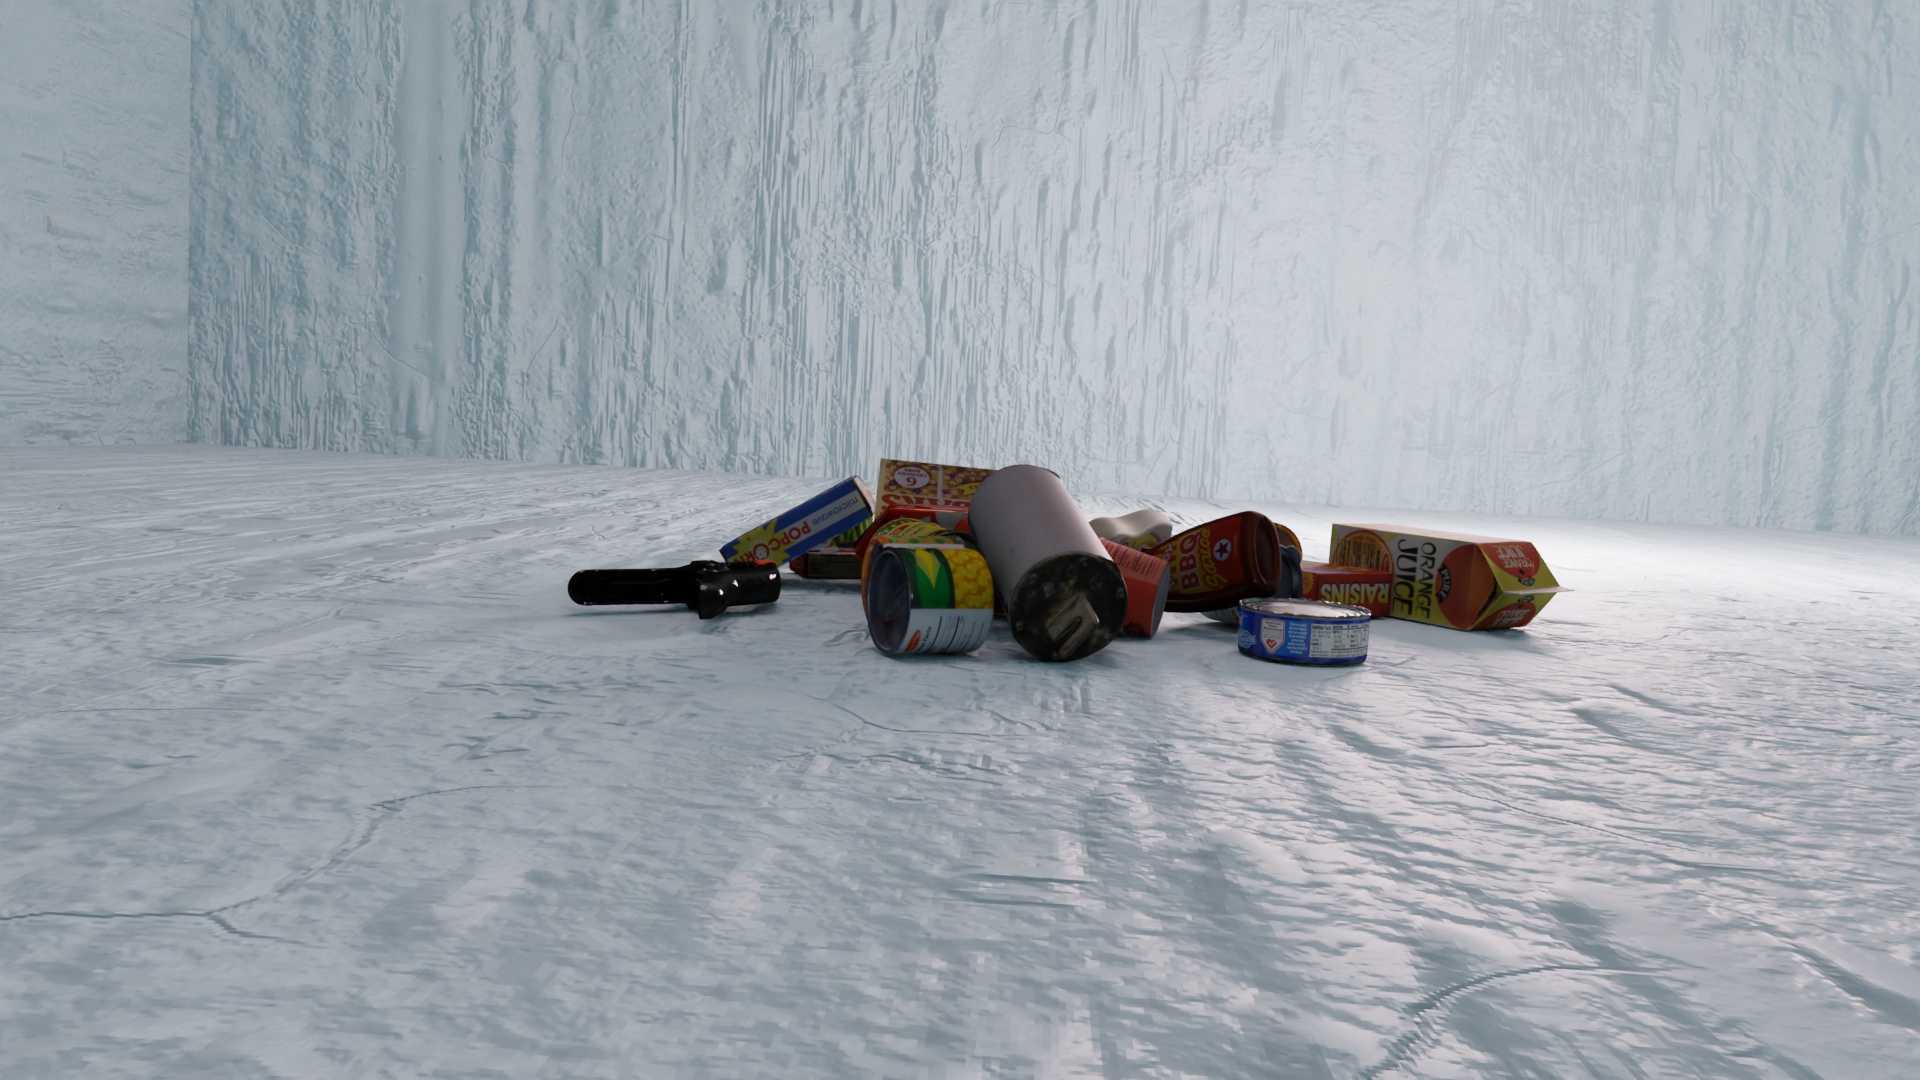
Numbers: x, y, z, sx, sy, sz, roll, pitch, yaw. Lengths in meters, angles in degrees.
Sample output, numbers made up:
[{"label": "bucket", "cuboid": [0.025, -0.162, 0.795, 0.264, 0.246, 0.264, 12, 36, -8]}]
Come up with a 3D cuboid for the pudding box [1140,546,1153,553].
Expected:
[{"label": "pudding box", "cuboid": [0.219, 0.022, 1.379, 0.049, 0.030, 0.084, 8, 7, 36]}]

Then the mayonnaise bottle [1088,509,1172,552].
[{"label": "mayonnaise bottle", "cuboid": [0.147, 0.005, 1.373, 0.148, 0.064, 0.041, -8, 39, -45]}]

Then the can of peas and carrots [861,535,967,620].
[{"label": "can of peas and carrots", "cuboid": [-0.031, 0.030, 0.945, 0.059, 0.071, 0.071, 1, 5, -23]}]

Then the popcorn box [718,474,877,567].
[{"label": "popcorn box", "cuboid": [-0.134, -0.010, 1.168, 0.127, 0.038, 0.085, -28, 5, 1]}]

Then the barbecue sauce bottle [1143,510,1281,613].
[{"label": "barbecue sauce bottle", "cuboid": [0.161, 0.025, 1.018, 0.148, 0.065, 0.043, -18, -30, 42]}]

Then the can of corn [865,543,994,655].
[{"label": "can of corn", "cuboid": [-0.020, 0.035, 0.857, 0.058, 0.071, 0.071, 2, 5, -27]}]

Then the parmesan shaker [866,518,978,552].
[{"label": "parmesan shaker", "cuboid": [-0.023, 0.018, 1.042, 0.071, 0.071, 0.103, 1, 5, -23]}]

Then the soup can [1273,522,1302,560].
[{"label": "soup can", "cuboid": [0.286, 0.013, 1.335, 0.071, 0.071, 0.084, 2, 5, -6]}]

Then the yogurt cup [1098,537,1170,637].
[{"label": "yogurt cup", "cuboid": [0.115, 0.036, 0.976, 0.054, 0.072, 0.072, 13, 7, 16]}]

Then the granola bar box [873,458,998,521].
[{"label": "granola bar box", "cuboid": [0.004, -0.016, 1.255, 0.166, 0.038, 0.125, 6, 39, -3]}]

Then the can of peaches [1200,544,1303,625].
[{"label": "can of peaches", "cuboid": [0.217, 0.031, 1.052, 0.071, 0.071, 0.058, 0, 4, -30]}]

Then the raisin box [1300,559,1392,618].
[{"label": "raisin box", "cuboid": [0.288, 0.039, 1.172, 0.086, 0.040, 0.123, 1, 4, -30]}]

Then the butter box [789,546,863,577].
[{"label": "butter box", "cuboid": [-0.099, 0.019, 1.257, 0.104, 0.024, 0.053, 0, 6, -24]}]

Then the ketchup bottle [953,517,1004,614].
[{"label": "ketchup bottle", "cuboid": [0.036, 0.028, 1.046, 0.043, 0.064, 0.149, -2, 15, -23]}]

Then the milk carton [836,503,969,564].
[{"label": "milk carton", "cuboid": [-0.007, 0.008, 1.158, 0.191, 0.073, 0.072, 2, 4, -3]}]

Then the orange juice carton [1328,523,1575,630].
[{"label": "orange juice carton", "cuboid": [0.400, 0.030, 1.148, 0.072, 0.073, 0.192, 0, 6, -33]}]

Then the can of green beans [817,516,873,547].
[{"label": "can of green beans", "cuboid": [-0.118, -0.007, 1.351, 0.071, 0.057, 0.071, 3, 5, 0]}]
